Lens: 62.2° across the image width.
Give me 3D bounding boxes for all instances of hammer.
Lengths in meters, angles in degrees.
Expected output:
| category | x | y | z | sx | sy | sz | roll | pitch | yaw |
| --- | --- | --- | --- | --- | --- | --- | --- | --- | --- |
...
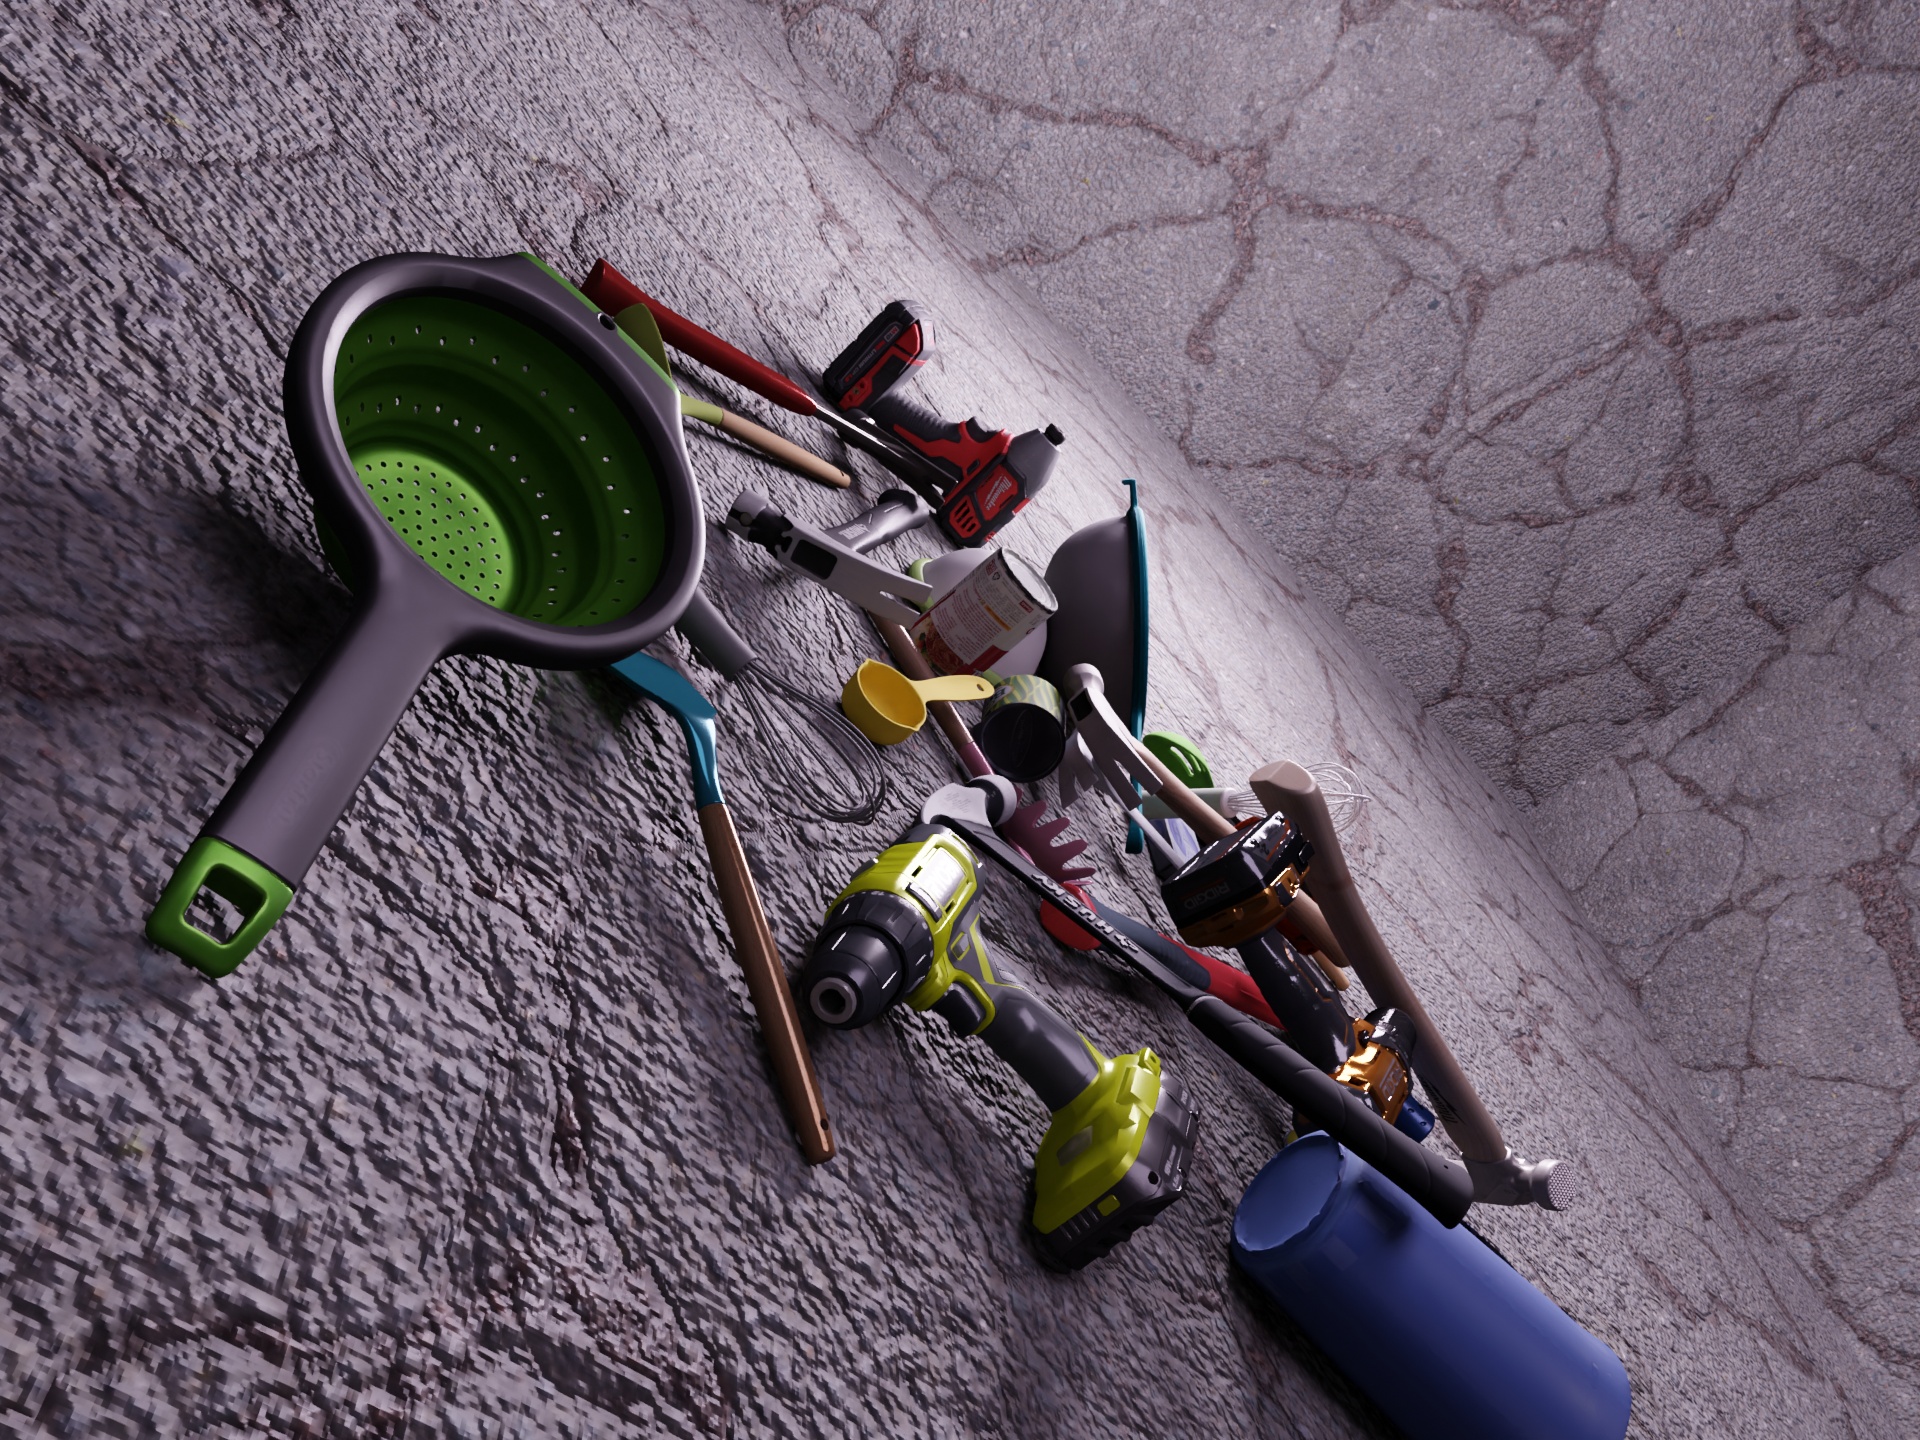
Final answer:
| category | x | y | z | sx | sy | sz | roll | pitch | yaw |
| --- | --- | --- | --- | --- | --- | --- | --- | --- | --- |
| hammer | 0.134 | 0.166 | 0.976 | 0.409 | 0.036 | 0.149 | 36 | 20 | 19 |
| hammer | -0.154 | -0.268 | 1.272 | 0.358 | 0.036 | 0.149 | 22 | 16 | -50 |
| hammer | -0.068 | -0.144 | 1.239 | 0.146 | 0.035 | 0.335 | 30 | 16 | 2 |
| hammer | 0.216 | 0.168 | 1.218 | 0.405 | 0.035 | 0.144 | 48 | 17 | 0 |
| hammer | 0.179 | 0.182 | 1.222 | 0.385 | 0.038 | 0.143 | 30 | 26 | -44 |
| hammer | 0.326 | 0.210 | 1.234 | 0.038 | 0.146 | 0.410 | -39 | 105 | -32 |
| hammer | 0.202 | 0.091 | 1.236 | 0.331 | 0.031 | 0.130 | 42 | 18 | -22 |

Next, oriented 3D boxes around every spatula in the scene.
| category | x | y | z | sx | sy | sz | roll | pitch | yaw |
| --- | --- | --- | --- | --- | --- | --- | --- | --- | --- |
| spatula | -0.122 | 0.072 | 0.786 | 0.082 | 0.044 | 0.318 | 24 | 37 | -53 |

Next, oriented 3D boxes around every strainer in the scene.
| category | x | y | z | sx | sy | sz | roll | pitch | yaw |
| --- | --- | --- | --- | --- | --- | --- | --- | --- | --- |
| strainer | 0.113 | -0.034 | 1.387 | 0.210 | 0.095 | 0.341 | 87 | 5 | -55 |
| strainer | 0.036 | -0.117 | 1.400 | 0.151 | 0.069 | 0.256 | 46 | 21 | -13 |

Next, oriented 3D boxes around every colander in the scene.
| category | x | y | z | sx | sy | sz | roll | pitch | yaw |
| --- | --- | --- | --- | --- | --- | --- | --- | --- | --- |
| colander | -0.240 | -0.046 | 0.672 | 0.204 | 0.094 | 0.397 | 42 | 39 | -25 |

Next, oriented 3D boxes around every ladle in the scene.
| category | x | y | z | sx | sy | sz | roll | pitch | yaw |
| --- | --- | --- | --- | --- | --- | --- | --- | --- | --- |
| ladle | -0.160 | -0.228 | 1.198 | 0.320 | 0.062 | 0.078 | 16 | 46 | -62 |

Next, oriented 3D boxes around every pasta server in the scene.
| category | x | y | z | sx | sy | sz | roll | pitch | yaw |
| --- | --- | --- | --- | --- | --- | --- | --- | --- | --- |
| pasta server | -0.002 | -0.004 | 1.162 | 0.316 | 0.040 | 0.060 | 57 | -17 | 24 |

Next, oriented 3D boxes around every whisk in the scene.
| category | x | y | z | sx | sy | sz | roll | pitch | yaw |
| --- | --- | --- | --- | --- | --- | --- | --- | --- | --- |
| whisk | 0.228 | 0.067 | 1.301 | 0.059 | 0.246 | 0.058 | 10 | 80 | -39 |
| whisk | -0.128 | -0.032 | 0.926 | 0.239 | 0.055 | 0.055 | 47 | 19 | 5 |

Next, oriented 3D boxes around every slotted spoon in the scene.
| category | x | y | z | sx | sy | sz | roll | pitch | yaw |
| --- | --- | --- | --- | --- | --- | --- | --- | --- | --- |
| slotted spoon | 0.281 | 0.133 | 1.534 | 0.314 | 0.031 | 0.070 | 54 | -22 | -3 |

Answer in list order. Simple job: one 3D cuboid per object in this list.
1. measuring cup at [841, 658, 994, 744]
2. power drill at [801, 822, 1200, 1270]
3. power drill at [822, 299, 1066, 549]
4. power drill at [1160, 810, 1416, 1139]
| category | x | y | z | sx | sy | sz | roll | pitch | yaw |
| --- | --- | --- | --- | --- | --- | --- | --- | --- | --- |
| measuring cup | -0.027 | -0.013 | 1.103 | 0.062 | 0.029 | 0.156 | 55 | 29 | 17 |
| power drill | 0.017 | 0.169 | 0.835 | 0.228 | 0.080 | 0.190 | 47 | 19 | -1 |
| power drill | -0.011 | -0.283 | 1.497 | 0.219 | 0.143 | 0.078 | 48 | 17 | -1 |
| power drill | 0.248 | 0.182 | 1.129 | 0.226 | 0.084 | 0.185 | 61 | 31 | 2 |
